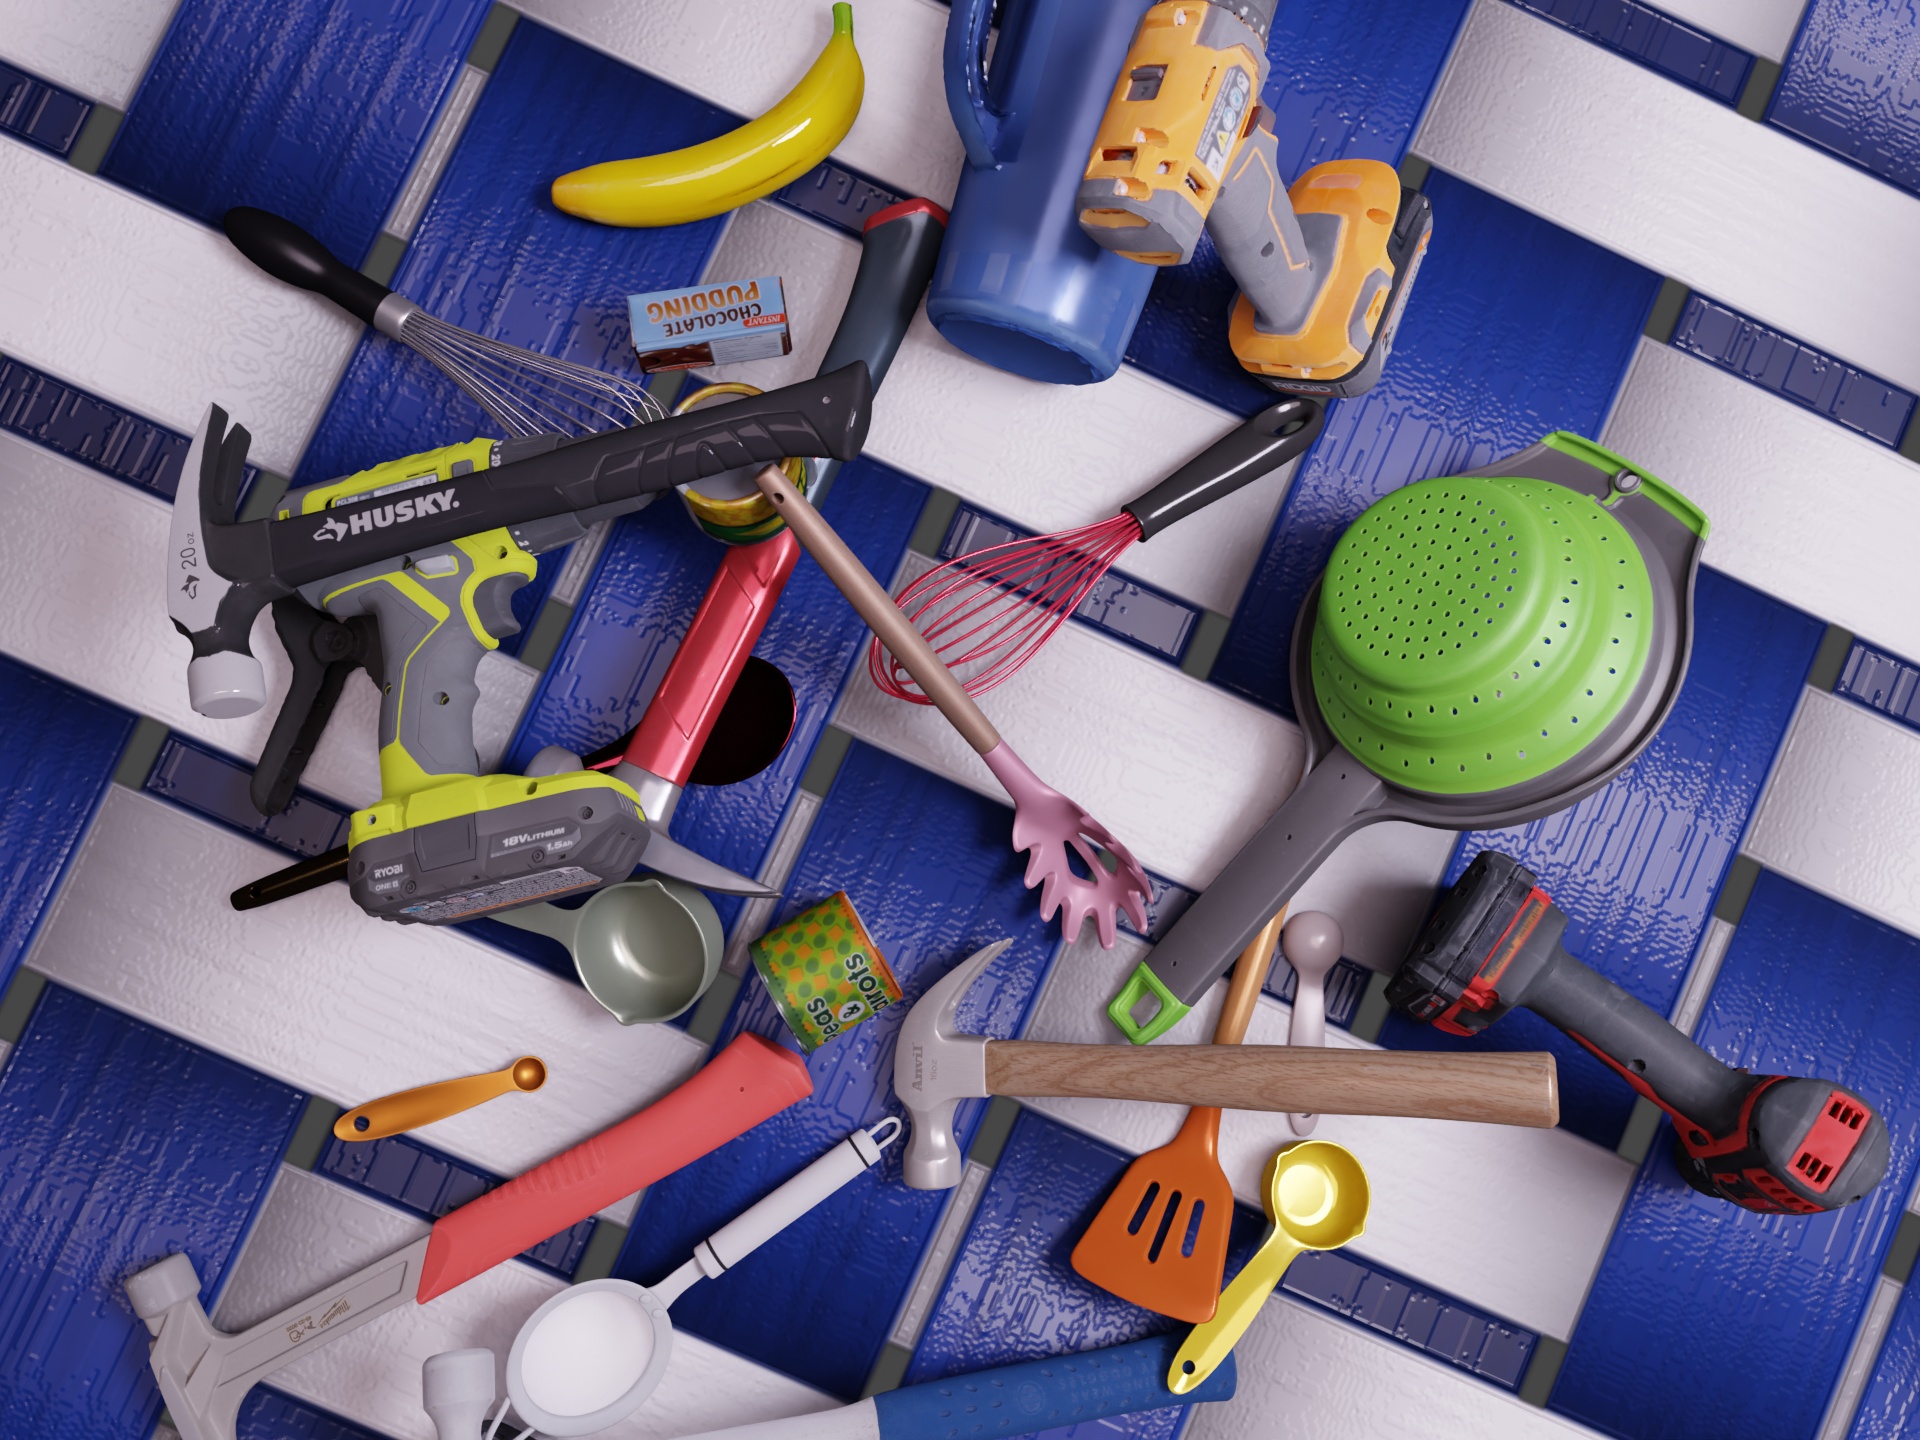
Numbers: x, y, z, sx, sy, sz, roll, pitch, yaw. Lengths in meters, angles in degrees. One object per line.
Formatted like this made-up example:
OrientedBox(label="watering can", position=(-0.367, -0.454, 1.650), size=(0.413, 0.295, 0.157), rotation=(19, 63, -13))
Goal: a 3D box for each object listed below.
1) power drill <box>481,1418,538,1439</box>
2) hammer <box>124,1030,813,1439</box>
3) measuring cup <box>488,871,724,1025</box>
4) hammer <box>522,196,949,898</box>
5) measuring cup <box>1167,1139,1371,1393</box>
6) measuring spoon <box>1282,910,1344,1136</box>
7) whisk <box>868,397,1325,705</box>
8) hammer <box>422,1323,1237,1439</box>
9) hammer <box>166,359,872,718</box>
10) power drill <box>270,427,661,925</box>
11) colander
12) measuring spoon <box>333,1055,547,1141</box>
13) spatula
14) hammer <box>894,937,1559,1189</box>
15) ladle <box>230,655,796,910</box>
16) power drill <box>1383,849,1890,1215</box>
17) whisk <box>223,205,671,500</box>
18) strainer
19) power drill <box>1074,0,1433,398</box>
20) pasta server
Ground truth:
OrientedBox(label="power drill", position=(-0.241, 0.492, 0.796), size=(0.164, 0.084, 0.226), rotation=(29, 90, -3))
OrientedBox(label="hammer", position=(-0.239, 0.273, 0.828), size=(0.359, 0.036, 0.149), rotation=(-27, 89, -4))
OrientedBox(label="measuring cup", position=(-0.202, 0.103, 0.843), size=(0.167, 0.038, 0.083), rotation=(17, 104, 13))
OrientedBox(label="hammer", position=(-0.082, -0.100, 0.837), size=(0.143, 0.038, 0.386), rotation=(24, 80, 7))
OrientedBox(label="measuring cup", position=(0.157, 0.290, 0.847), size=(0.062, 0.029, 0.156), rotation=(43, 76, 0))
OrientedBox(label="measuring spoon", position=(0.193, 0.167, 0.872), size=(0.034, 0.018, 0.124), rotation=(4, 87, -4))
OrientedBox(label="whisk", position=(0.078, -0.096, 0.862), size=(0.296, 0.073, 0.073), rotation=(-32, 89, -11))
OrientedBox(label="hammer", position=(-0.052, 0.359, 0.791), size=(0.405, 0.035, 0.144), rotation=(-3, 63, -16))
OrientedBox(label="hammer", position=(-0.202, -0.111, 0.735), size=(0.335, 0.035, 0.146), rotation=(-15, 73, 2))
OrientedBox(label="power drill", position=(-0.223, -0.030, 0.770), size=(0.190, 0.080, 0.229), rotation=(-14, 75, 3))
OrientedBox(label="colander", position=(0.195, 0.007, 0.807), size=(0.397, 0.094, 0.205), rotation=(-50, 50, 8))
OrientedBox(label="measuring spoon", position=(-0.275, 0.201, 0.845), size=(0.117, 0.011, 0.021), rotation=(-17, 89, -1))
OrientedBox(label="spatula", position=(0.149, 0.155, 0.858), size=(0.081, 0.041, 0.323), rotation=(17, 83, 22))
OrientedBox(label="hammer", position=(0.123, 0.176, 0.799), size=(0.331, 0.031, 0.130), rotation=(-2, 88, 19))
OrientedBox(label="ladle", position=(-0.236, 0.041, 0.847), size=(0.315, 0.031, 0.069), rotation=(-20, 79, -3))
OrientedBox(label="power drill", position=(0.339, 0.174, 0.823), size=(0.227, 0.187, 0.080), rotation=(34, 80, 17))
OrientedBox(label="whisk", position=(-0.272, -0.197, 0.844), size=(0.284, 0.070, 0.070), rotation=(30, 85, 3))
OrientedBox(label="strainer", position=(-0.138, 0.287, 0.833), size=(0.258, 0.050, 0.086), rotation=(-34, 115, -11))
OrientedBox(label="power drill", position=(0.157, -0.284, 0.798), size=(0.084, 0.226, 0.185), rotation=(17, 84, 41))
OrientedBox(label="pasta server", position=(-0.001, -0.003, 0.806), size=(0.060, 0.040, 0.316), rotation=(-30, 115, 20))
